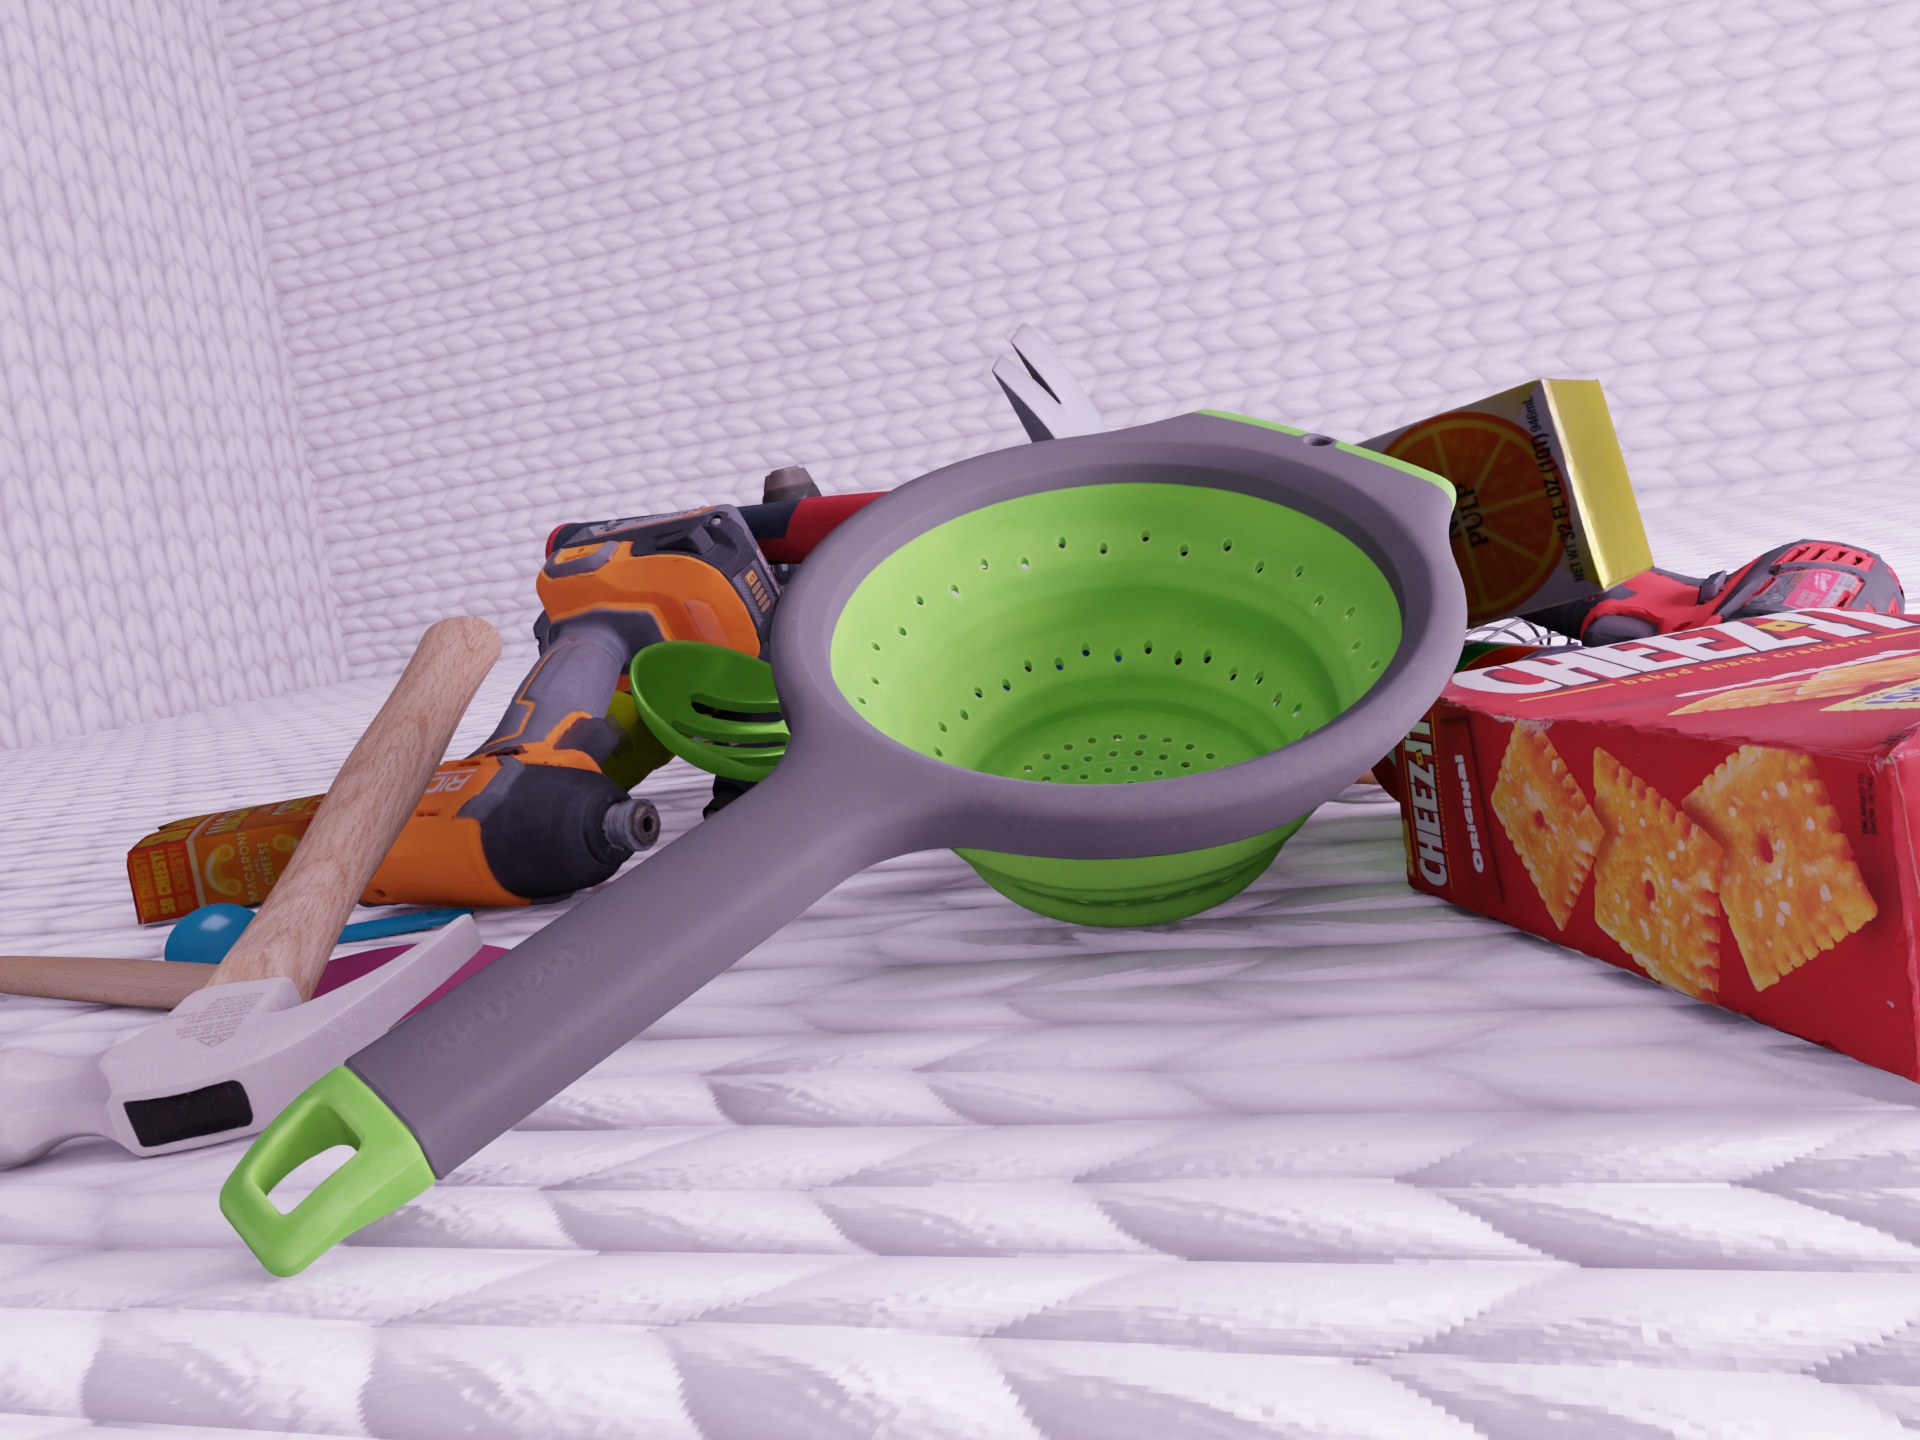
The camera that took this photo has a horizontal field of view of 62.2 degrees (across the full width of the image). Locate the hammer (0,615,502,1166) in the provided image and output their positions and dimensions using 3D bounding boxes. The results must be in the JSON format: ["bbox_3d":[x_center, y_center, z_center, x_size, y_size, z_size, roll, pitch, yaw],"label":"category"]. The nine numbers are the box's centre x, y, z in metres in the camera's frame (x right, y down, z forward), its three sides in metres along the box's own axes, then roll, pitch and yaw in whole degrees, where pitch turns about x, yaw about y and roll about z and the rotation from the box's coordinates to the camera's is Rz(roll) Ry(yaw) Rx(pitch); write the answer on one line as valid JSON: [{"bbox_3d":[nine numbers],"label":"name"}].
[{"bbox_3d":[-0.209,0.034,0.561,0.130,0.031,0.332,-7,25,0],"label":"hammer"}]

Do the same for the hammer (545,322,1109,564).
[{"bbox_3d":[-0.086,-0.105,0.786,0.386,0.143,0.038,2,48,39],"label":"hammer"}]

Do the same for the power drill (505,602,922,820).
[{"bbox_3d":[-0.134,-0.003,0.850,0.223,0.080,0.171,-1,38,41],"label":"power drill"}]

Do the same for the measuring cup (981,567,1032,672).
[{"bbox_3d":[0.046,-0.058,0.905,0.095,0.052,0.174,-26,19,-21],"label":"measuring cup"}]

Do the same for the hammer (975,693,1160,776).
[{"bbox_3d":[-0.001,-0.003,0.833,0.128,0.033,0.331,-41,27,-23],"label":"hammer"}]

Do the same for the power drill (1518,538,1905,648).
[{"bbox_3d":[0.241,-0.040,0.634,0.220,0.078,0.143,18,36,35],"label":"power drill"}]

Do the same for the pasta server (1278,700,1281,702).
[{"bbox_3d":[0.103,-0.016,0.848,0.316,0.040,0.060,-9,21,37],"label":"pasta server"}]

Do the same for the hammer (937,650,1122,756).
[{"bbox_3d":[0.104,-0.040,0.760,0.144,0.035,0.405,9,23,40],"label":"hammer"}]

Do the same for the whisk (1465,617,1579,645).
[{"bbox_3d":[0.190,0.000,0.694,0.239,0.055,0.055,-18,11,-31],"label":"whisk"}]

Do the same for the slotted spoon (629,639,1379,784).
[{"bbox_3d":[0.032,0.008,0.597,0.313,0.031,0.070,5,37,-18],"label":"slotted spoon"}]

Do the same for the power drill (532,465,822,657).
[{"bbox_3d":[-0.183,-0.071,1.141,0.226,0.188,0.080,-13,6,1],"label":"power drill"}]

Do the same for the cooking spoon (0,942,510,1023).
[{"bbox_3d":[-0.267,0.095,0.566,0.319,0.017,0.069,-3,15,33],"label":"cooking spoon"}]

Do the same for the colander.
[{"bbox_3d":[-0.008,0.037,0.455,0.205,0.094,0.397,27,49,37],"label":"colander"}]

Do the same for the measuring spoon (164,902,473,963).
[{"bbox_3d":[-0.267,0.081,0.661,0.128,0.021,0.042,-8,7,1],"label":"measuring spoon"}]

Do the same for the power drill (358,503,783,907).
[{"bbox_3d":[-0.165,-0.005,0.727,0.164,0.084,0.227,-4,38,30],"label":"power drill"}]
